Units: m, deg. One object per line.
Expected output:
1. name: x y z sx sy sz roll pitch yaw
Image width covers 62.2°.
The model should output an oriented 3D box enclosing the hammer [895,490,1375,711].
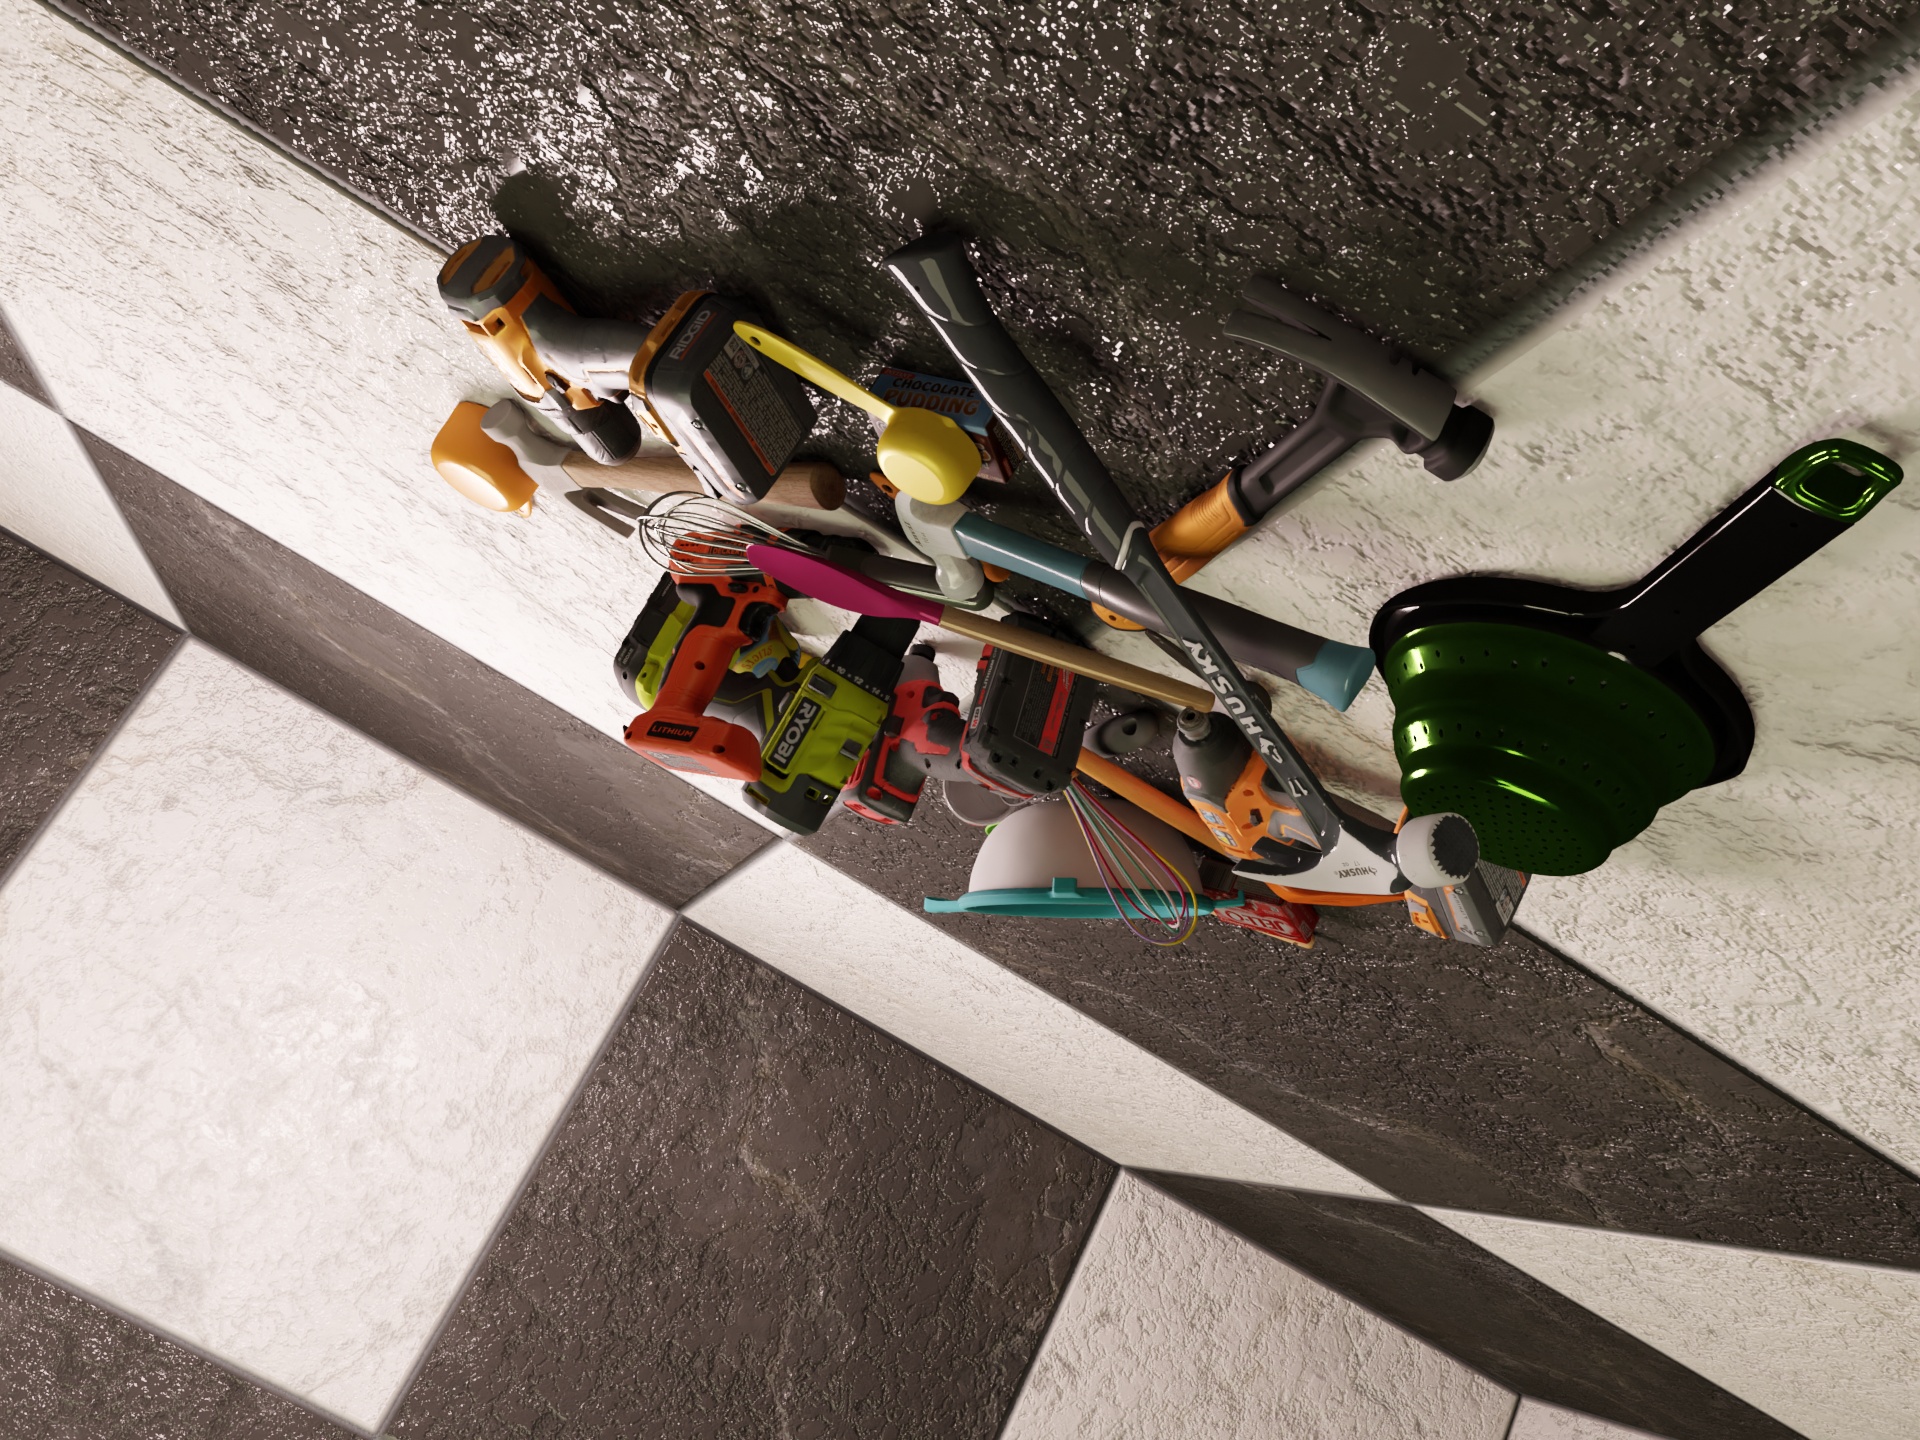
1. hammer: 0.087 -0.074 0.898 0.331 0.033 0.128 25 159 38

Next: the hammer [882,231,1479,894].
1. hammer: 0.094 -0.072 0.804 0.409 0.036 0.149 53 151 -9

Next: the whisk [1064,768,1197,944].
1. whisk: 0.096 0.062 1.189 0.245 0.047 0.051 55 -153 11

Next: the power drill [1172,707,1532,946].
1. power drill: 0.247 0.059 1.052 0.227 0.084 0.164 17 158 40

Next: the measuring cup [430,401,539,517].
1. measuring cup: -0.383 -0.192 1.309 0.095 0.052 0.173 27 159 3

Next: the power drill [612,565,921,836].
1. power drill: -0.144 -0.043 1.209 0.229 0.190 0.080 30 179 36

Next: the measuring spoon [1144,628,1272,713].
1. measuring spoon: 0.158 -0.034 1.000 0.124 0.018 0.034 31 176 -39

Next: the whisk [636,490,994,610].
1. whisk: -0.097 -0.109 1.075 0.246 0.058 0.059 11 173 -3

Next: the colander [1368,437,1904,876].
1. colander: 0.309 -0.007 0.772 0.204 0.094 0.397 27 161 4

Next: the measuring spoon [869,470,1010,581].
1. measuring spoon: -0.014 -0.125 1.040 0.116 0.011 0.021 36 159 -20

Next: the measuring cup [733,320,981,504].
1. measuring cup: -0.062 -0.168 0.873 0.156 0.029 0.062 30 159 -6

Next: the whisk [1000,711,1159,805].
1. whisk: 0.086 0.027 1.240 0.055 0.055 0.239 34 156 -15

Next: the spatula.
1. spatula: 0.195 0.080 1.203 0.322 0.041 0.081 31 159 -15

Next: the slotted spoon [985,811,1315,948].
1. slotted spoon: 0.171 0.143 1.446 0.314 0.031 0.070 20 159 16

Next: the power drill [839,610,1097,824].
1. power drill: -0.002 -0.004 1.156 0.078 0.143 0.220 28 157 -28

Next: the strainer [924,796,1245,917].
1. strainer: 0.069 0.120 1.368 0.210 0.095 0.340 8 169 -33

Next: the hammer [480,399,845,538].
1. hammer: -0.207 -0.175 1.148 0.331 0.031 0.129 11 154 40

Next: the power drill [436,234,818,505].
1. power drill: -0.200 -0.205 0.995 0.226 0.084 0.185 22 161 30

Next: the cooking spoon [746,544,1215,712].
1. cooking spoon: 0.013 -0.060 1.034 0.319 0.017 0.068 18 163 1

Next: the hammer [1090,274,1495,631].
1. hammer: 0.133 -0.113 0.836 0.127 0.034 0.337 30 161 -7
